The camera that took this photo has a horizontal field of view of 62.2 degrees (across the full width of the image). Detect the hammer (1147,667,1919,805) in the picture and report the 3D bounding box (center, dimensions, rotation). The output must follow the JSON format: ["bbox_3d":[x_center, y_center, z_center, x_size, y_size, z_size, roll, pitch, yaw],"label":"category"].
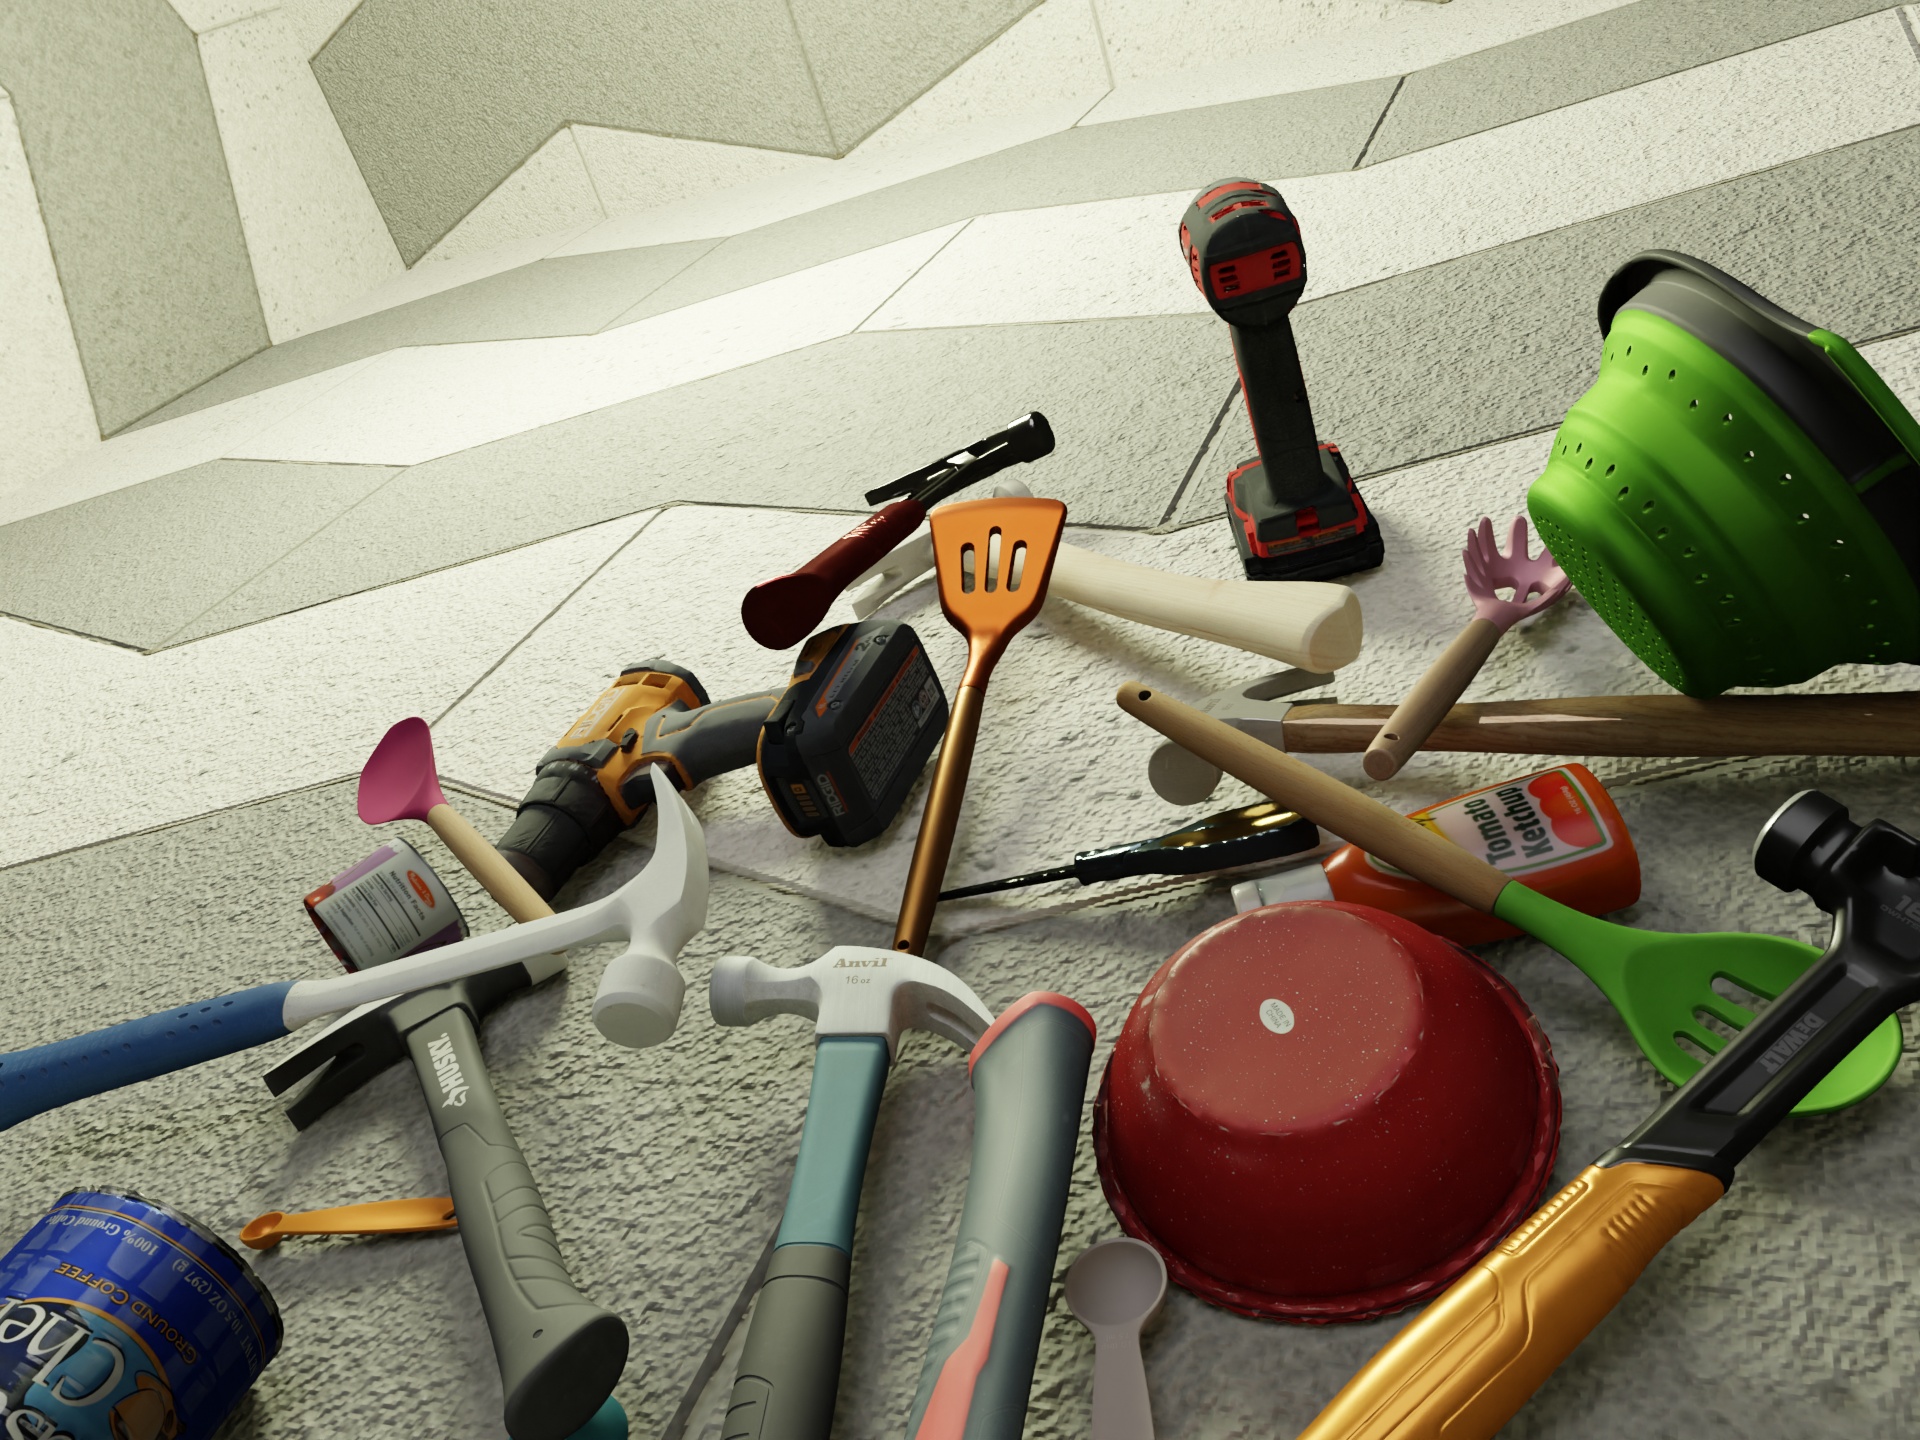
[{"bbox_3d":[0.256,0.002,0.682,0.331,0.031,0.130,-1,17,23],"label":"hammer"}]

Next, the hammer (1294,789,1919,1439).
[{"bbox_3d":[0.190,0.151,0.453,0.337,0.034,0.127,-35,46,-15],"label":"hammer"}]

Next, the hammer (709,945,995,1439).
[{"bbox_3d":[-0.054,0.196,0.541,0.128,0.033,0.331,-3,33,8],"label":"hammer"}]

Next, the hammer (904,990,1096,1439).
[{"bbox_3d":[0.010,0.212,0.424,0.143,0.038,0.387,-14,28,22],"label":"hammer"}]

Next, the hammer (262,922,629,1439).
[{"bbox_3d":[-0.202,0.180,0.651,0.146,0.035,0.335,-29,25,-16],"label":"hammer"}]

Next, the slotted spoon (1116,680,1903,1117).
[{"bbox_3d":[0.180,0.052,0.591,0.314,0.031,0.070,31,65,36],"label":"slotted spoon"}]

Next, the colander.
[{"bbox_3d":[0.305,-0.089,0.709,0.094,0.204,0.397,-39,2,12],"label":"colander"}]

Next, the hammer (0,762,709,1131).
[{"bbox_3d":[-0.293,0.125,0.732,0.405,0.035,0.144,-17,37,18],"label":"hammer"}]

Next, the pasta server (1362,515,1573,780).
[{"bbox_3d":[0.229,-0.039,0.712,0.060,0.040,0.316,13,24,26],"label":"pasta server"}]

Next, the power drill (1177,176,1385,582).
[{"bbox_3d":[0.174,-0.195,0.900,0.078,0.219,0.143,-14,29,9],"label":"power drill"}]

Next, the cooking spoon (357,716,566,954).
[{"bbox_3d":[-0.271,0.060,0.853,0.319,0.017,0.069,26,82,53],"label":"cooking spoon"}]

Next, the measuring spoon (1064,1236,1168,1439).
[{"bbox_3d":[0.051,0.215,0.484,0.034,0.018,0.124,-13,36,12],"label":"measuring spoon"}]

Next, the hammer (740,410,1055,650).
[{"bbox_3d":[-0.052,-0.114,0.977,0.149,0.036,0.359,-22,13,26],"label":"hammer"}]

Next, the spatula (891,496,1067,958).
[{"bbox_3d":[-0.001,-0.003,0.806,0.081,0.041,0.323,-1,43,14],"label":"spatula"}]

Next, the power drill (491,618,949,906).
[{"bbox_3d":[-0.139,0.028,0.861,0.226,0.084,0.185,-7,33,30],"label":"power drill"}]

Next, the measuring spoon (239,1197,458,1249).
[{"bbox_3d":[-0.253,0.215,0.676,0.117,0.011,0.021,-8,18,14],"label":"measuring spoon"}]

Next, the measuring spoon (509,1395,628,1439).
[{"bbox_3d":[-0.108,0.251,0.505,0.042,0.021,0.129,-35,34,-27],"label":"measuring spoon"}]

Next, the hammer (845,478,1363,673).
[{"bbox_3d":[0.071,-0.075,0.910,0.146,0.038,0.411,-31,25,-18],"label":"hammer"}]
